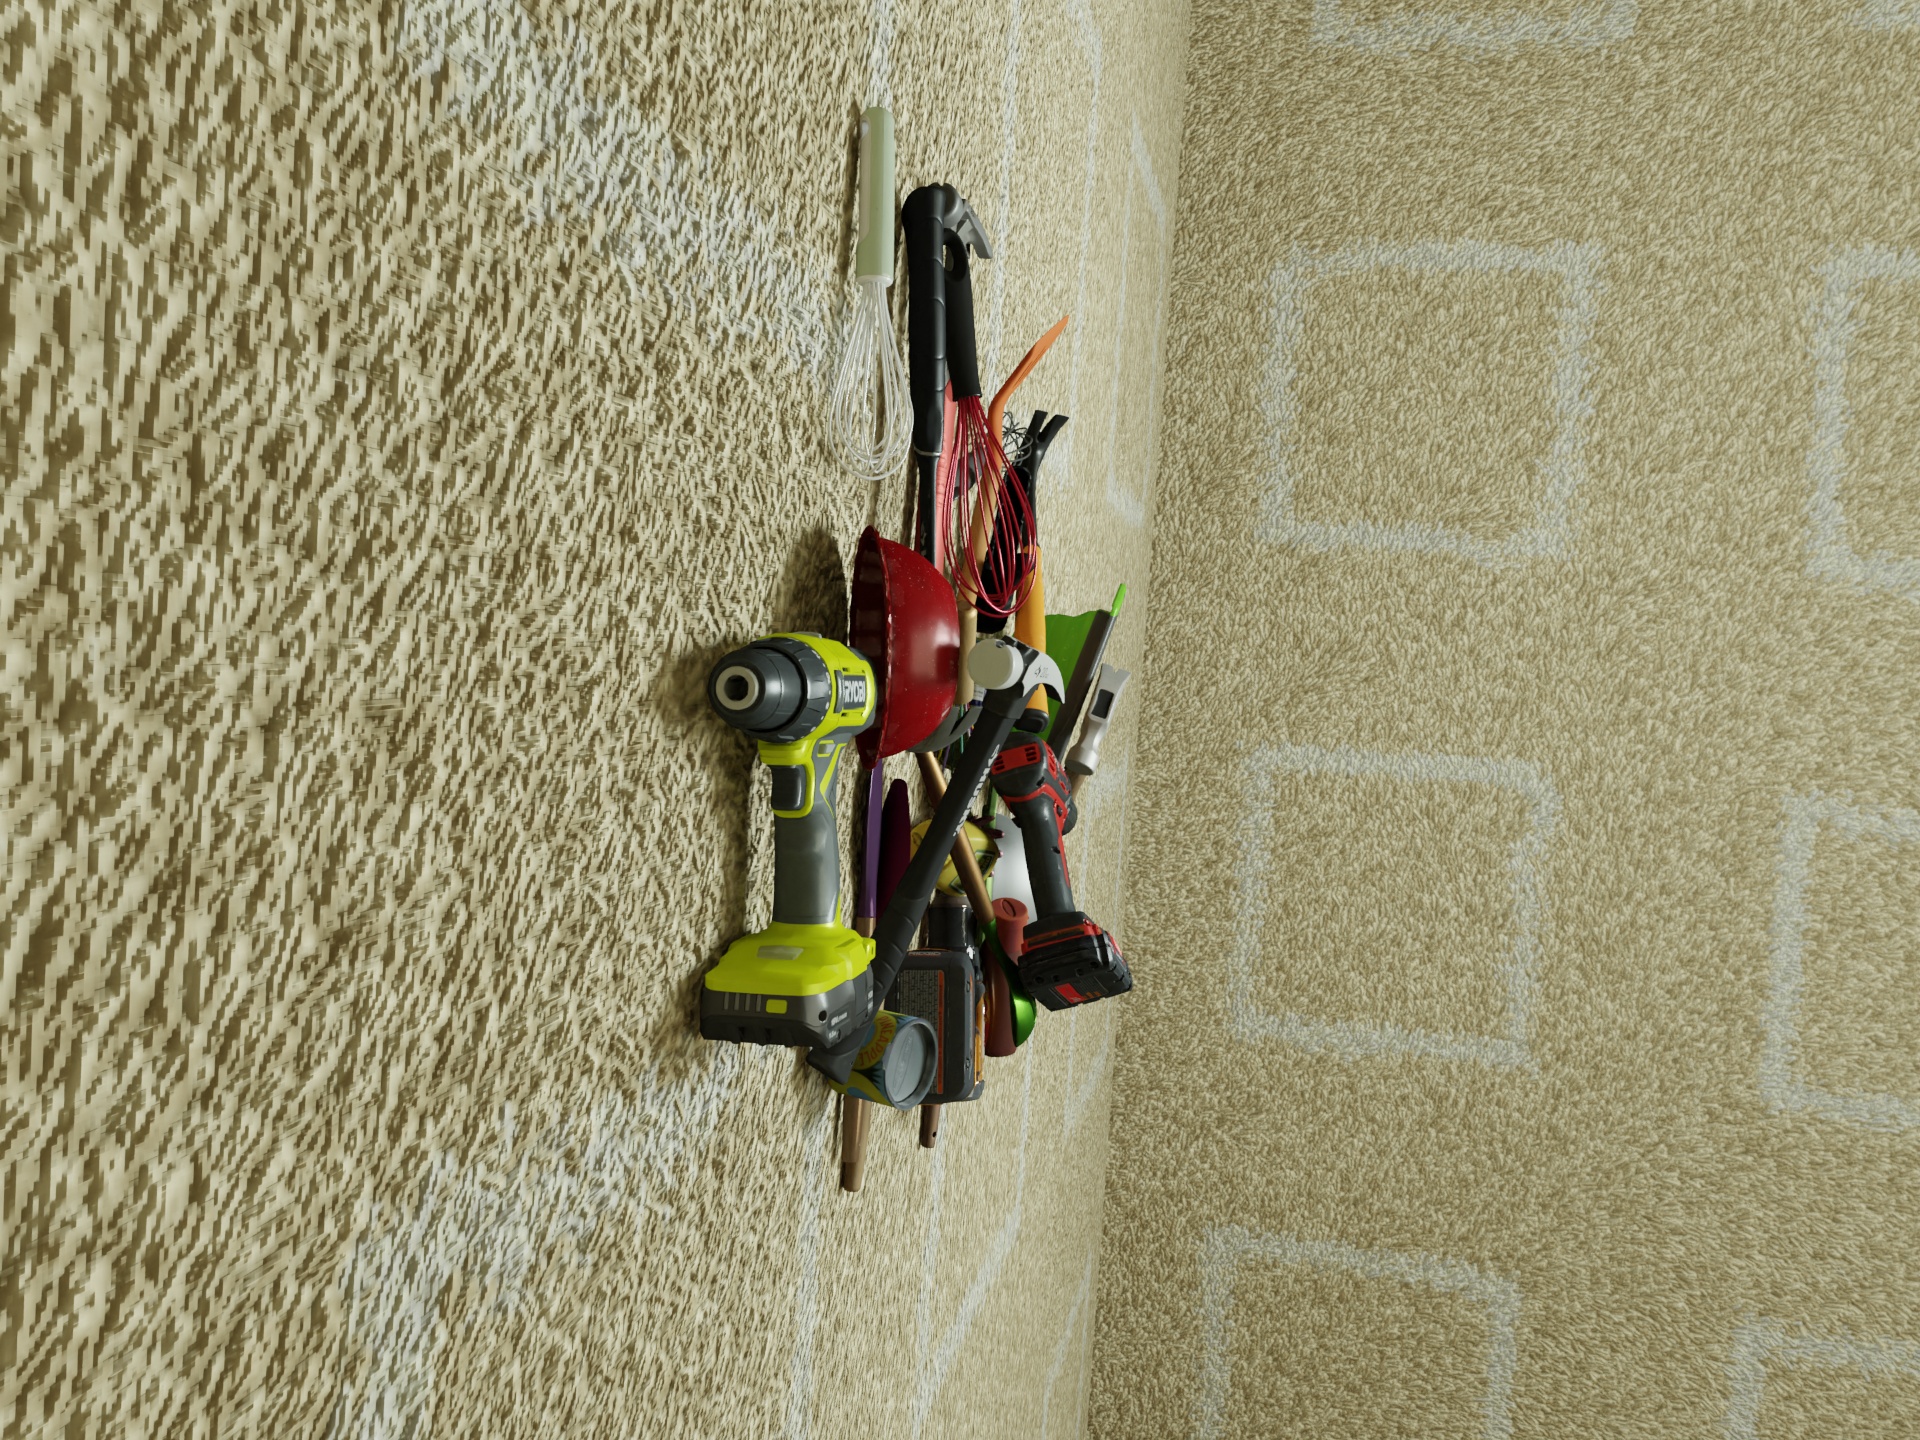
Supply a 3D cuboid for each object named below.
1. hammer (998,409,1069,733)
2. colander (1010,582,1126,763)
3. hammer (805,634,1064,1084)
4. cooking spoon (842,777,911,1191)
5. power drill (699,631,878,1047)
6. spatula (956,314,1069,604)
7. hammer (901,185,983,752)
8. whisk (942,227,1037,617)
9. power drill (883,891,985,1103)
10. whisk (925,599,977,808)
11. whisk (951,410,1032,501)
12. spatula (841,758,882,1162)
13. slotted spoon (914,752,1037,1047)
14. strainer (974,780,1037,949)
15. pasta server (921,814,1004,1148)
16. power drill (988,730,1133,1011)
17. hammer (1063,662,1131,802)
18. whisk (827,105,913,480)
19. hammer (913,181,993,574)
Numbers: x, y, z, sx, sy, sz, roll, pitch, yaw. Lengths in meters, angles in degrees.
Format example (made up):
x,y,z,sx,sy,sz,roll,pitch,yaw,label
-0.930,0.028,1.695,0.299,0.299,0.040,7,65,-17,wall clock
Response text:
x,y,z,sx,sy,sz,roll,pitch,yaw,label
0.067,-0.135,1.479,0.127,0.034,0.337,117,-21,-51,hammer
0.060,0.032,1.656,0.204,0.094,0.397,-58,168,-70,colander
-0.022,0.099,1.085,0.335,0.035,0.146,-65,163,8,hammer
-0.066,0.203,1.223,0.069,0.017,0.319,-175,-89,-69,cooking spoon
-0.098,0.063,0.900,0.190,0.080,0.228,-4,96,-79,power drill
0.031,-0.192,1.354,0.081,0.041,0.322,-51,158,-52,spatula
-0.024,-0.180,1.157,0.149,0.036,0.409,-177,-93,-70,hammer
0.009,-0.224,1.202,0.073,0.073,0.296,-17,99,-77,whisk
-0.017,0.233,1.347,0.226,0.084,0.185,55,35,-78,power drill
-0.004,-0.003,1.338,0.244,0.047,0.051,93,-1,-46,whisk
0.016,-0.230,1.416,0.239,0.055,0.055,-52,145,-62,whisk
-0.073,0.173,1.195,0.060,0.018,0.316,13,81,-87,spatula
0.015,0.145,1.311,0.070,0.031,0.313,-98,170,-60,slotted spoon
0.055,0.110,1.565,0.151,0.069,0.256,-88,-177,-74,strainer
-0.008,0.243,1.486,0.060,0.040,0.316,7,90,-43,pasta server
0.086,0.136,1.409,0.187,0.080,0.227,53,22,-64,power drill
0.126,0.039,1.660,0.331,0.031,0.130,101,11,-70,hammer
-0.058,-0.281,1.046,0.058,0.059,0.246,179,-88,-65,whisk
-0.015,-0.233,1.276,0.149,0.037,0.359,17,78,-78,hammer
